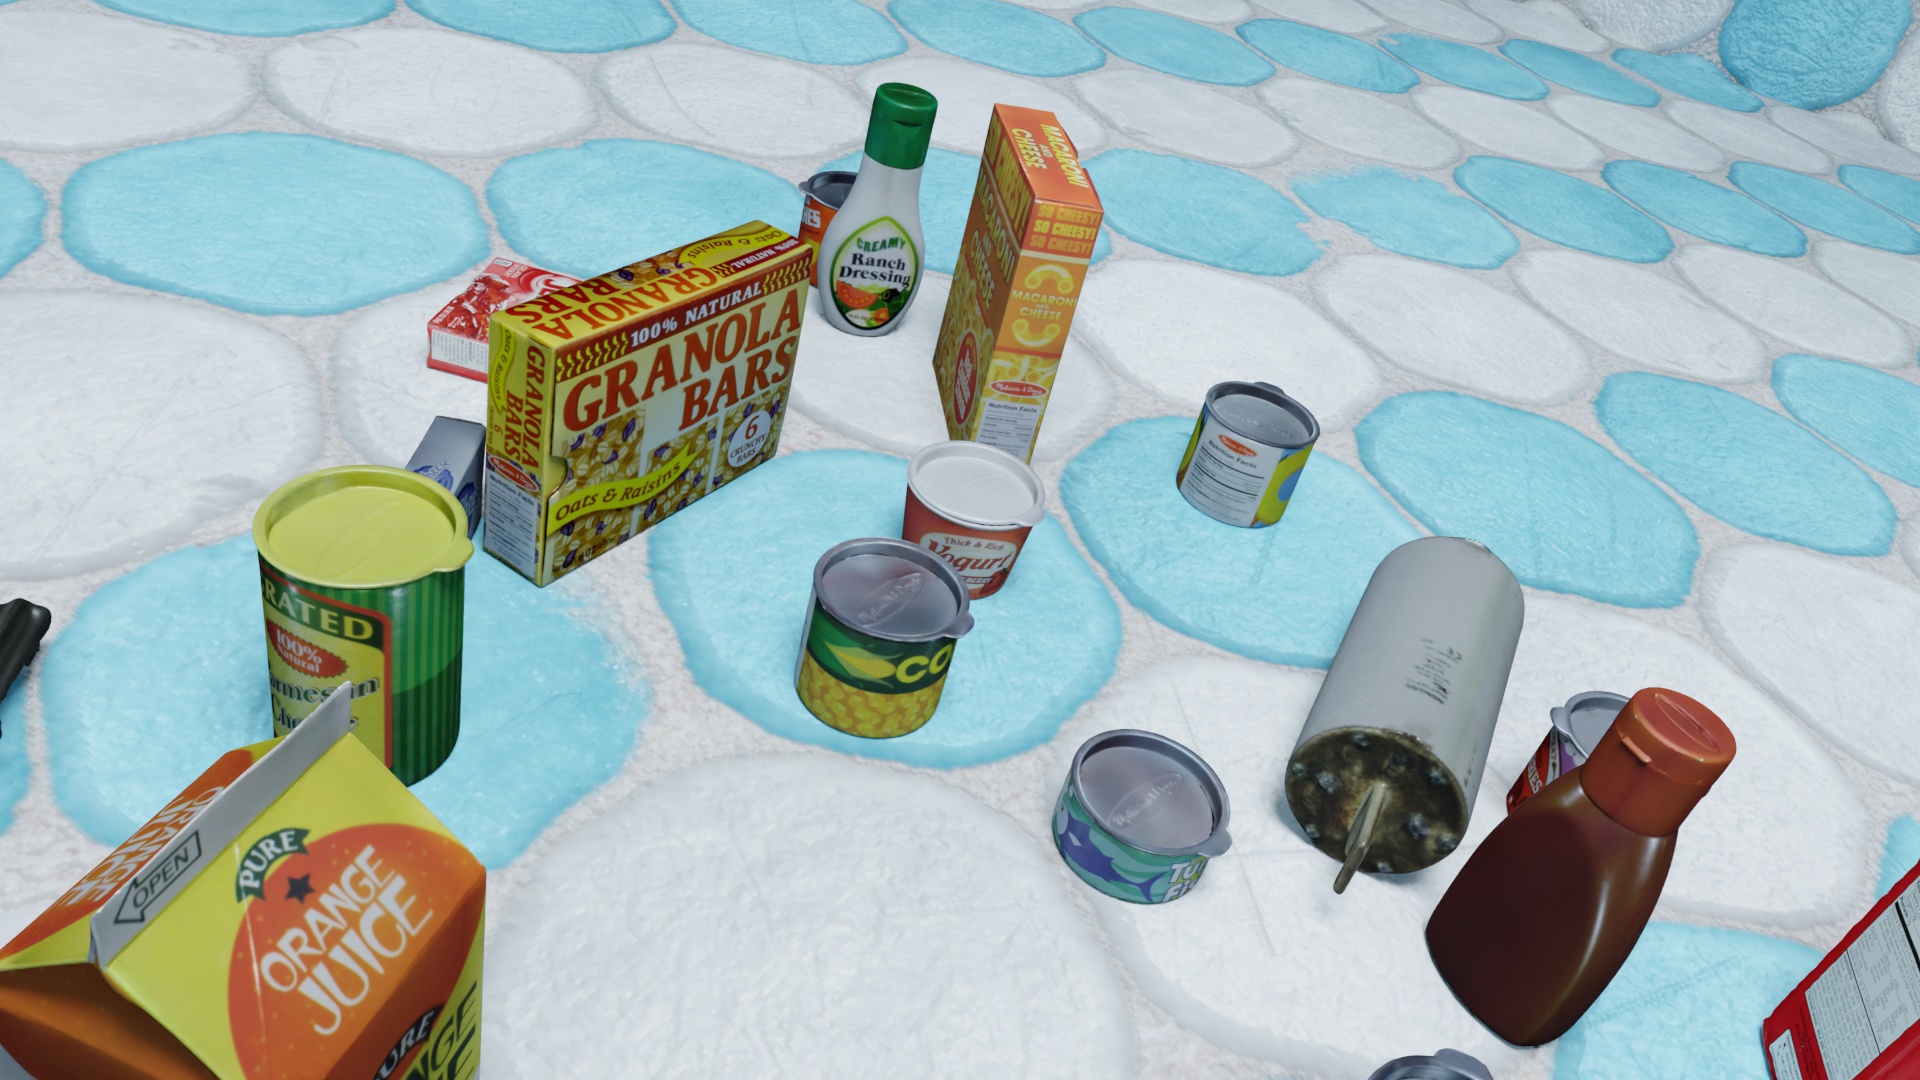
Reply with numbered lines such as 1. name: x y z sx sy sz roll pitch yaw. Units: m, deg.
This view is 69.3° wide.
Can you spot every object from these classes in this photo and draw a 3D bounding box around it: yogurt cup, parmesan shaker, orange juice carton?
1. yogurt cup: 0.002 -0.008 0.675 0.072 0.053 0.073 10 36 -8
2. parmesan shaker: -0.210 0.034 0.495 0.071 0.102 0.072 10 36 -8
3. orange juice carton: -0.161 0.121 0.322 0.073 0.191 0.072 21 36 7

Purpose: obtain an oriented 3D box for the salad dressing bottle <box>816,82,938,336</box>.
1. salad dressing bottle: -0.047 -0.195 0.825 0.064 0.146 0.044 5 37 -15

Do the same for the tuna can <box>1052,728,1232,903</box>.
1. tuna can: 0.074 0.112 0.559 0.071 0.032 0.071 10 36 -8

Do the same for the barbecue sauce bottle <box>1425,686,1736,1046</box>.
1. barbecue sauce bottle: 0.227 0.119 0.511 0.044 0.147 0.065 -5 41 -27

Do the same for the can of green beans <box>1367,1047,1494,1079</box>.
1. can of green beans: 0.146 0.208 0.438 0.071 0.057 0.071 10 36 -8

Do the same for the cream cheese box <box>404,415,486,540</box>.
1. cream cheese box: -0.225 -0.002 0.581 0.024 0.053 0.104 11 36 -7

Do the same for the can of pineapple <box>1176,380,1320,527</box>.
1. can of pineapple: 0.163 -0.049 0.787 0.071 0.057 0.071 10 36 -8

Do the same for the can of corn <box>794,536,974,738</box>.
1. can of corn: -0.032 0.042 0.590 0.071 0.058 0.071 10 36 -8

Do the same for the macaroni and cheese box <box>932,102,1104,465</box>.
1. macaroni and cheese box: 0.027 -0.134 0.756 0.040 0.165 0.124 5 37 -15

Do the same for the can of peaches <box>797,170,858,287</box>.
1. can of peaches: -0.074 -0.198 0.894 0.071 0.057 0.071 10 36 -8

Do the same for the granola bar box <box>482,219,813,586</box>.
1. granola bar box: -0.140 -0.067 0.639 0.039 0.123 0.166 30 38 19

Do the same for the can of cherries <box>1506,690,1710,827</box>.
1. can of cherries: 0.286 0.110 0.621 0.071 0.058 0.072 10 36 -8
